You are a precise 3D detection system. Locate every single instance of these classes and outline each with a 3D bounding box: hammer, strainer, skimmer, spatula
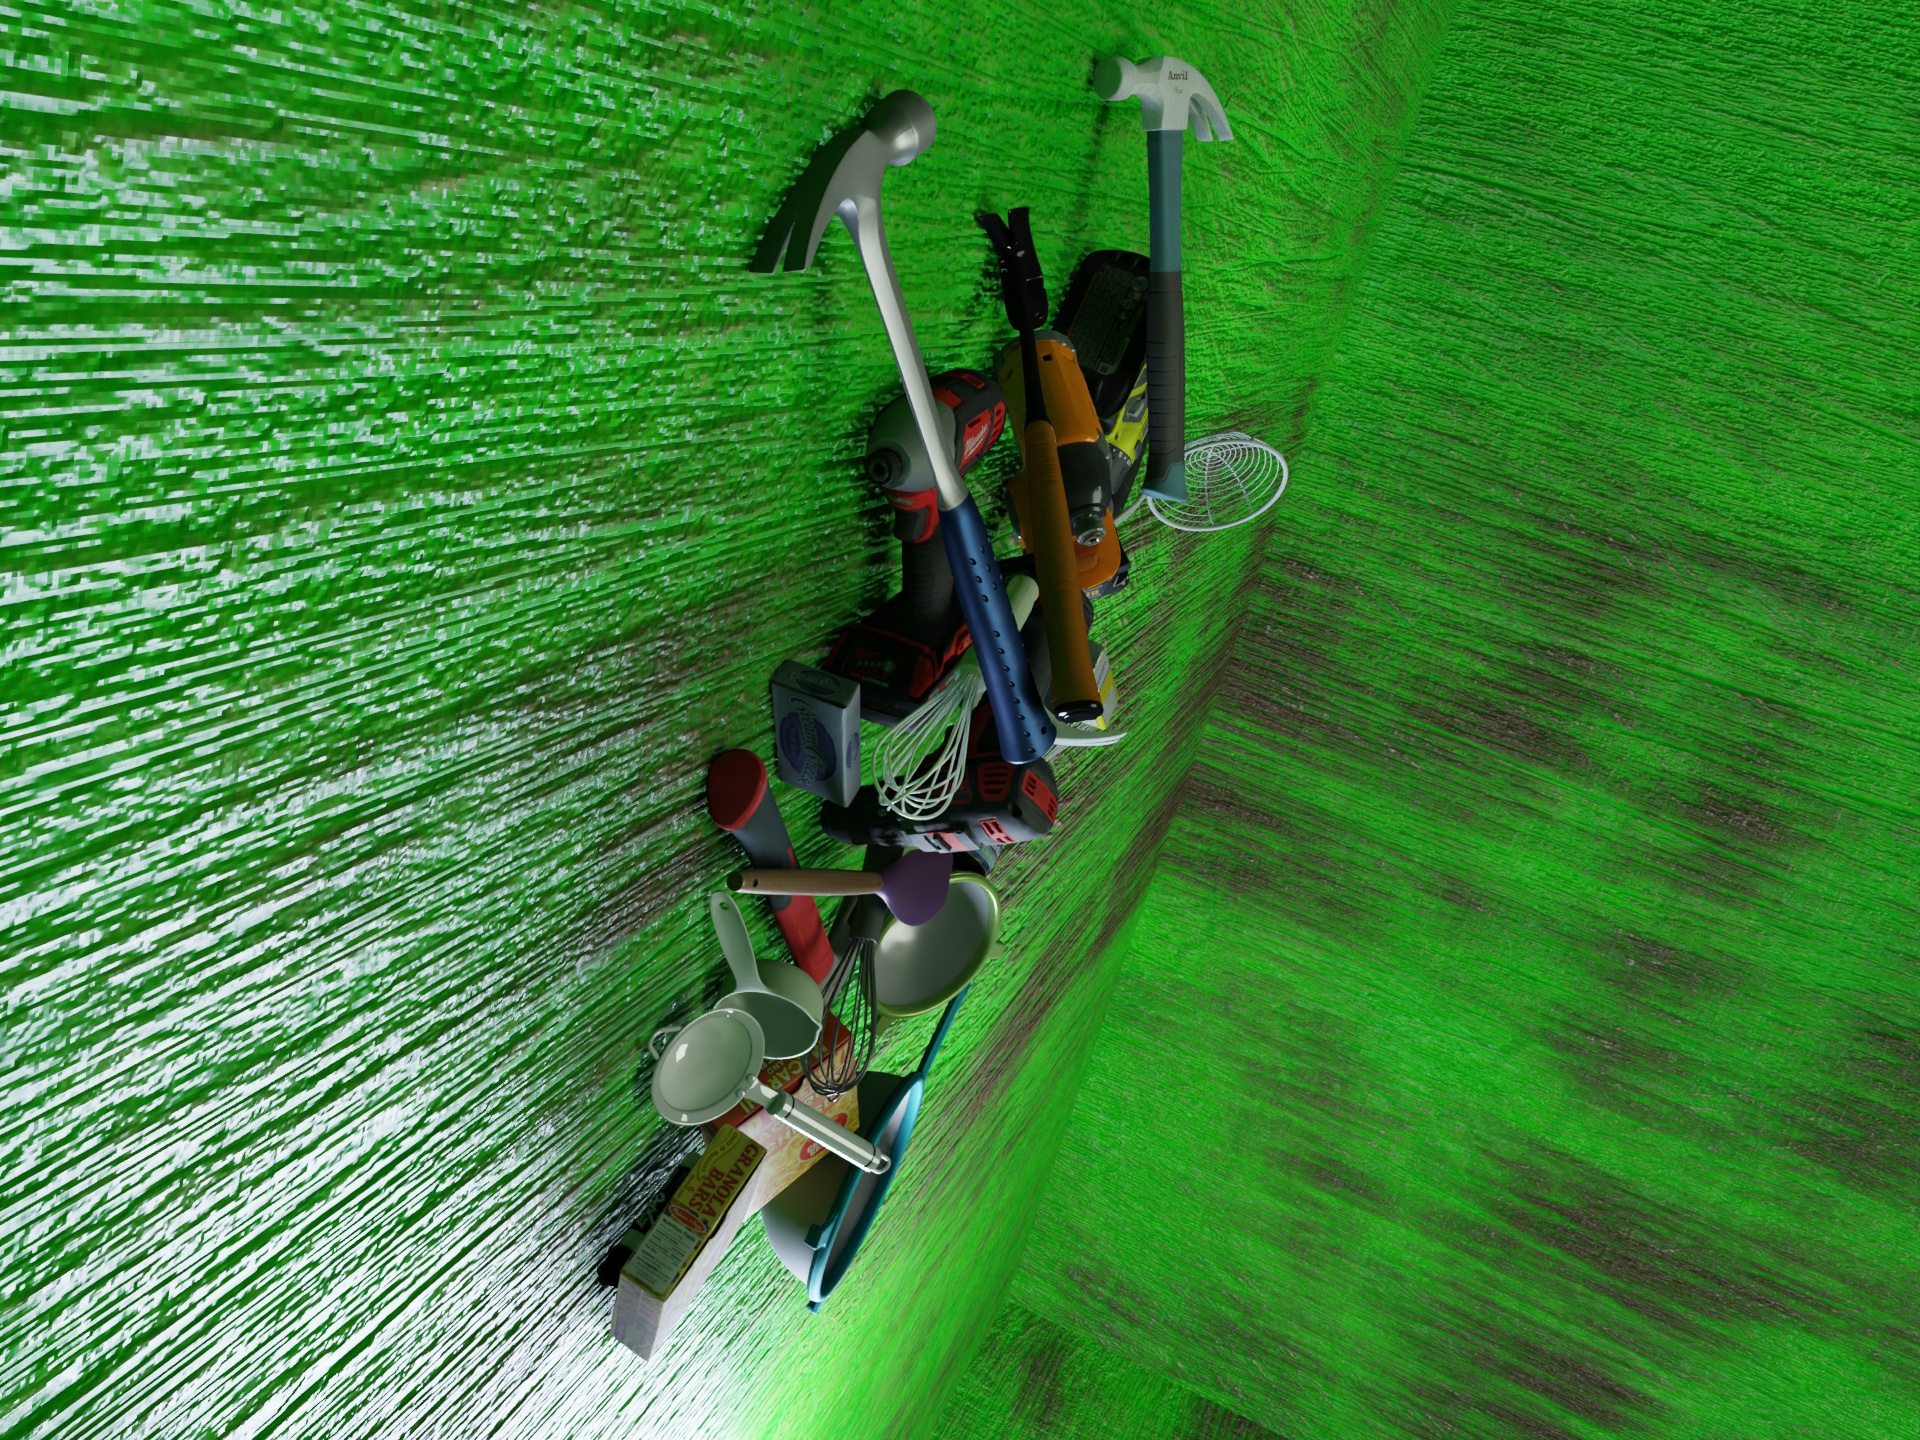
[{"bbox_3d":[-0.115,0.108,1.121,0.386,0.038,0.143,83,30,-61],"label":"hammer"},{"bbox_3d":[-0.011,-0.133,0.910,0.144,0.035,0.405,-54,139,-37],"label":"hammer"},{"bbox_3d":[-0.048,0.143,1.371,0.151,0.069,0.256,-30,133,-24],"label":"strainer"},{"bbox_3d":[0.130,-0.164,1.479,0.036,0.149,0.409,131,-20,-69],"label":"hammer"},{"bbox_3d":[-0.091,0.344,1.432,0.210,0.095,0.340,97,18,-53],"label":"strainer"},{"bbox_3d":[0.156,-0.329,1.217,0.128,0.033,0.331,-19,115,-40],"label":"hammer"},{"bbox_3d":[0.144,-0.145,1.391,0.363,0.090,0.127,-39,162,-28],"label":"skimmer"},{"bbox_3d":[-0.132,0.262,1.097,0.258,0.050,0.087,42,80,-37],"label":"strainer"},{"bbox_3d":[0.055,-0.163,1.036,0.127,0.034,0.337,56,26,-72],"label":"hammer"},{"bbox_3d":[-0.072,0.114,1.100,0.315,0.018,0.060,15,85,-65],"label":"spatula"}]

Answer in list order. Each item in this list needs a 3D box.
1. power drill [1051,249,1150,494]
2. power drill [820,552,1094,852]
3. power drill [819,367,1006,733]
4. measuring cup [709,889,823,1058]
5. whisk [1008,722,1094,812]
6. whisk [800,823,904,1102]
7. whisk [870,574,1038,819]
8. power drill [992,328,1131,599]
[{"bbox_3d":[0.124,-0.277,1.360,0.228,0.080,0.190,58,56,-75],"label":"power drill"},{"bbox_3d":[-0.002,-0.004,1.172,0.080,0.188,0.227,47,47,-41],"label":"power drill"},{"bbox_3d":[-0.031,-0.111,1.044,0.143,0.078,0.219,-47,151,-55],"label":"power drill"},{"bbox_3d":[-0.140,0.164,1.081,0.038,0.083,0.167,-78,162,-49],"label":"measuring cup"},{"bbox_3d":[0.084,0.033,1.702,0.285,0.070,0.070,-50,157,-38],"label":"whisk"},{"bbox_3d":[-0.071,0.162,1.175,0.055,0.055,0.239,72,29,-67],"label":"whisk"},{"bbox_3d":[0.003,-0.023,1.047,0.058,0.059,0.246,-40,-166,43],"label":"whisk"},{"bbox_3d":[0.081,-0.170,1.217,0.226,0.084,0.164,72,2,-68],"label":"power drill"}]
